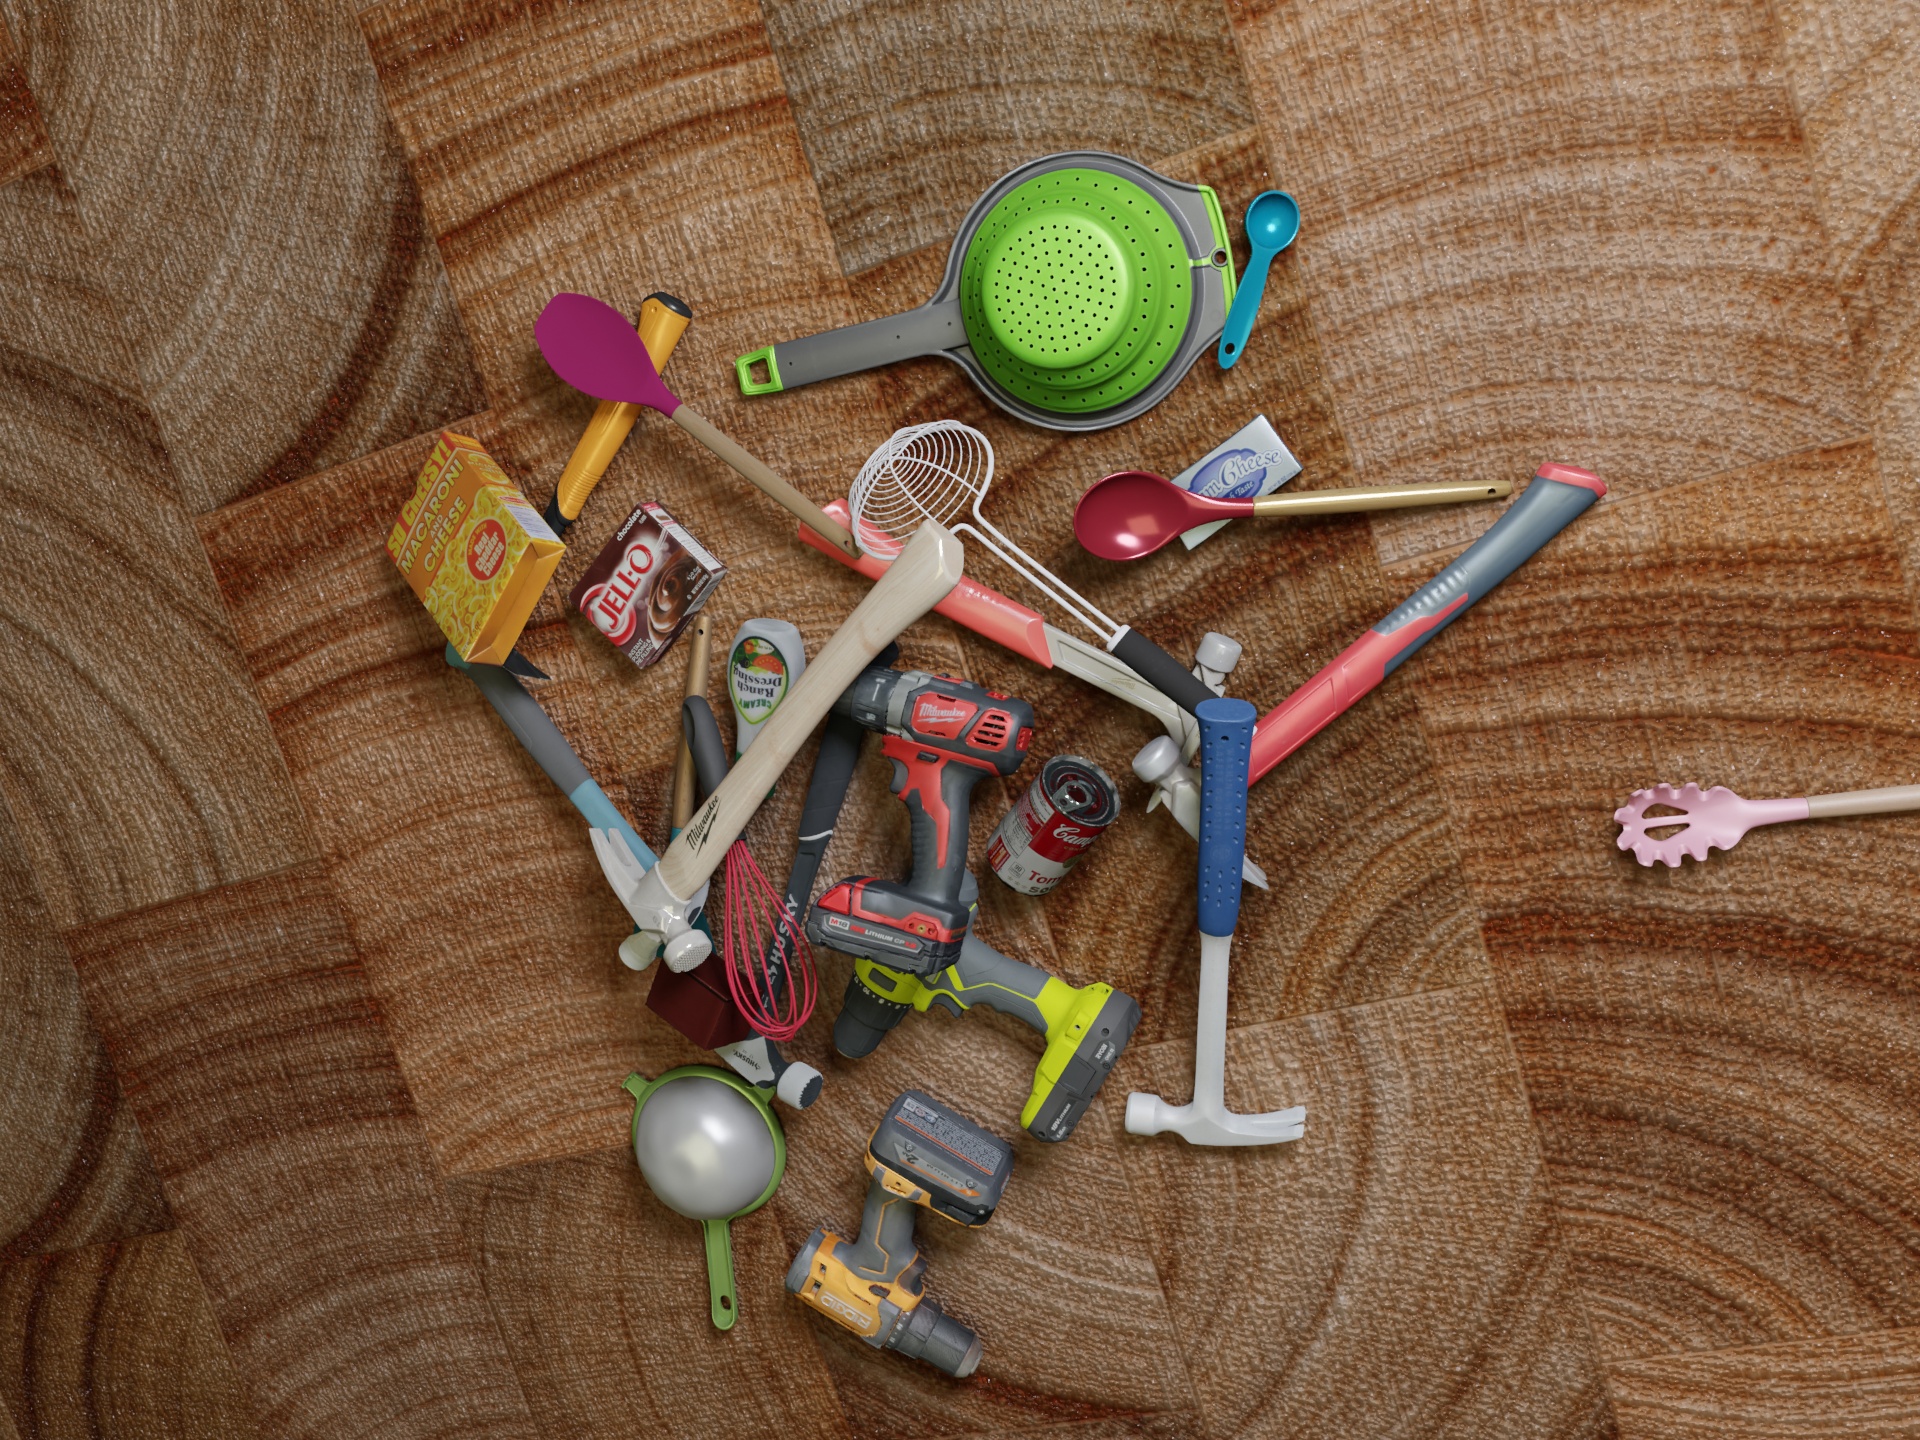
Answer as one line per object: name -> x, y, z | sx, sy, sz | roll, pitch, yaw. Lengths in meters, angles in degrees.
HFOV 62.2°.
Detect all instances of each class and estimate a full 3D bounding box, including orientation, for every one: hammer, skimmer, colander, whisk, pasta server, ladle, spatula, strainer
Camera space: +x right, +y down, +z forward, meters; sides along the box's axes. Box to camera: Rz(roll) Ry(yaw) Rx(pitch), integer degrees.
hammer -> -0.335, 0.049, 1.366 | 0.128, 0.033, 0.331 | -44, 80, 19
hammer -> 0.200, 0.168, 1.211 | 0.144, 0.035, 0.405 | 5, 120, 13
hammer -> -0.141, 0.005, 1.225 | 0.410, 0.038, 0.146 | -50, 63, 20
skimmer -> 0.070, -0.095, 1.202 | 0.363, 0.090, 0.127 | 39, 85, 6
colander -> 0.001, -0.299, 1.182 | 0.397, 0.094, 0.204 | -10, 100, 17
whisk -> -0.180, 0.118, 1.301 | 0.073, 0.073, 0.296 | -21, 79, 19
hammer -> -0.310, -0.196, 1.309 | 0.127, 0.034, 0.337 | 43, 108, 31
pasta server -> 0.628, 0.060, 1.120 | 0.316, 0.040, 0.060 | -7, 90, 16
ladle -> 0.240, -0.159, 1.161 | 0.315, 0.031, 0.069 | -3, 117, 6
hammer -> -0.130, 0.112, 1.331 | 0.149, 0.036, 0.409 | 24, 103, 28
spatula -> -0.236, 0.064, 1.372 | 0.082, 0.044, 0.317 | 11, 100, 11
hammer -> 0.317, -0.038, 1.171 | 0.386, 0.038, 0.143 | -41, 100, 15
hammer -> 0.031, -0.070, 1.258 | 0.359, 0.037, 0.149 | 27, 108, 8
strainer -> -0.233, 0.442, 1.431 | 0.151, 0.069, 0.256 | -1, 101, 16

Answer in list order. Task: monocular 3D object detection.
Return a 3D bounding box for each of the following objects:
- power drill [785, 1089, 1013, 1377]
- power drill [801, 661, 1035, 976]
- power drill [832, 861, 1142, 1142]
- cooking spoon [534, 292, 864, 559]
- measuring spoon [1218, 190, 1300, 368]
power drill -> -0.032, 0.455, 1.375 | 0.185, 0.084, 0.226 | 29, 113, 7
power drill -> -0.056, 0.068, 1.243 | 0.188, 0.080, 0.226 | 15, 92, 13
power drill -> 0.015, 0.244, 1.314 | 0.228, 0.080, 0.190 | 32, 108, 10
cooking spoon -> -0.203, -0.227, 1.251 | 0.319, 0.017, 0.069 | 38, 98, 2
measuring spoon -> 0.209, -0.320, 1.155 | 0.042, 0.021, 0.128 | 11, 107, -20
